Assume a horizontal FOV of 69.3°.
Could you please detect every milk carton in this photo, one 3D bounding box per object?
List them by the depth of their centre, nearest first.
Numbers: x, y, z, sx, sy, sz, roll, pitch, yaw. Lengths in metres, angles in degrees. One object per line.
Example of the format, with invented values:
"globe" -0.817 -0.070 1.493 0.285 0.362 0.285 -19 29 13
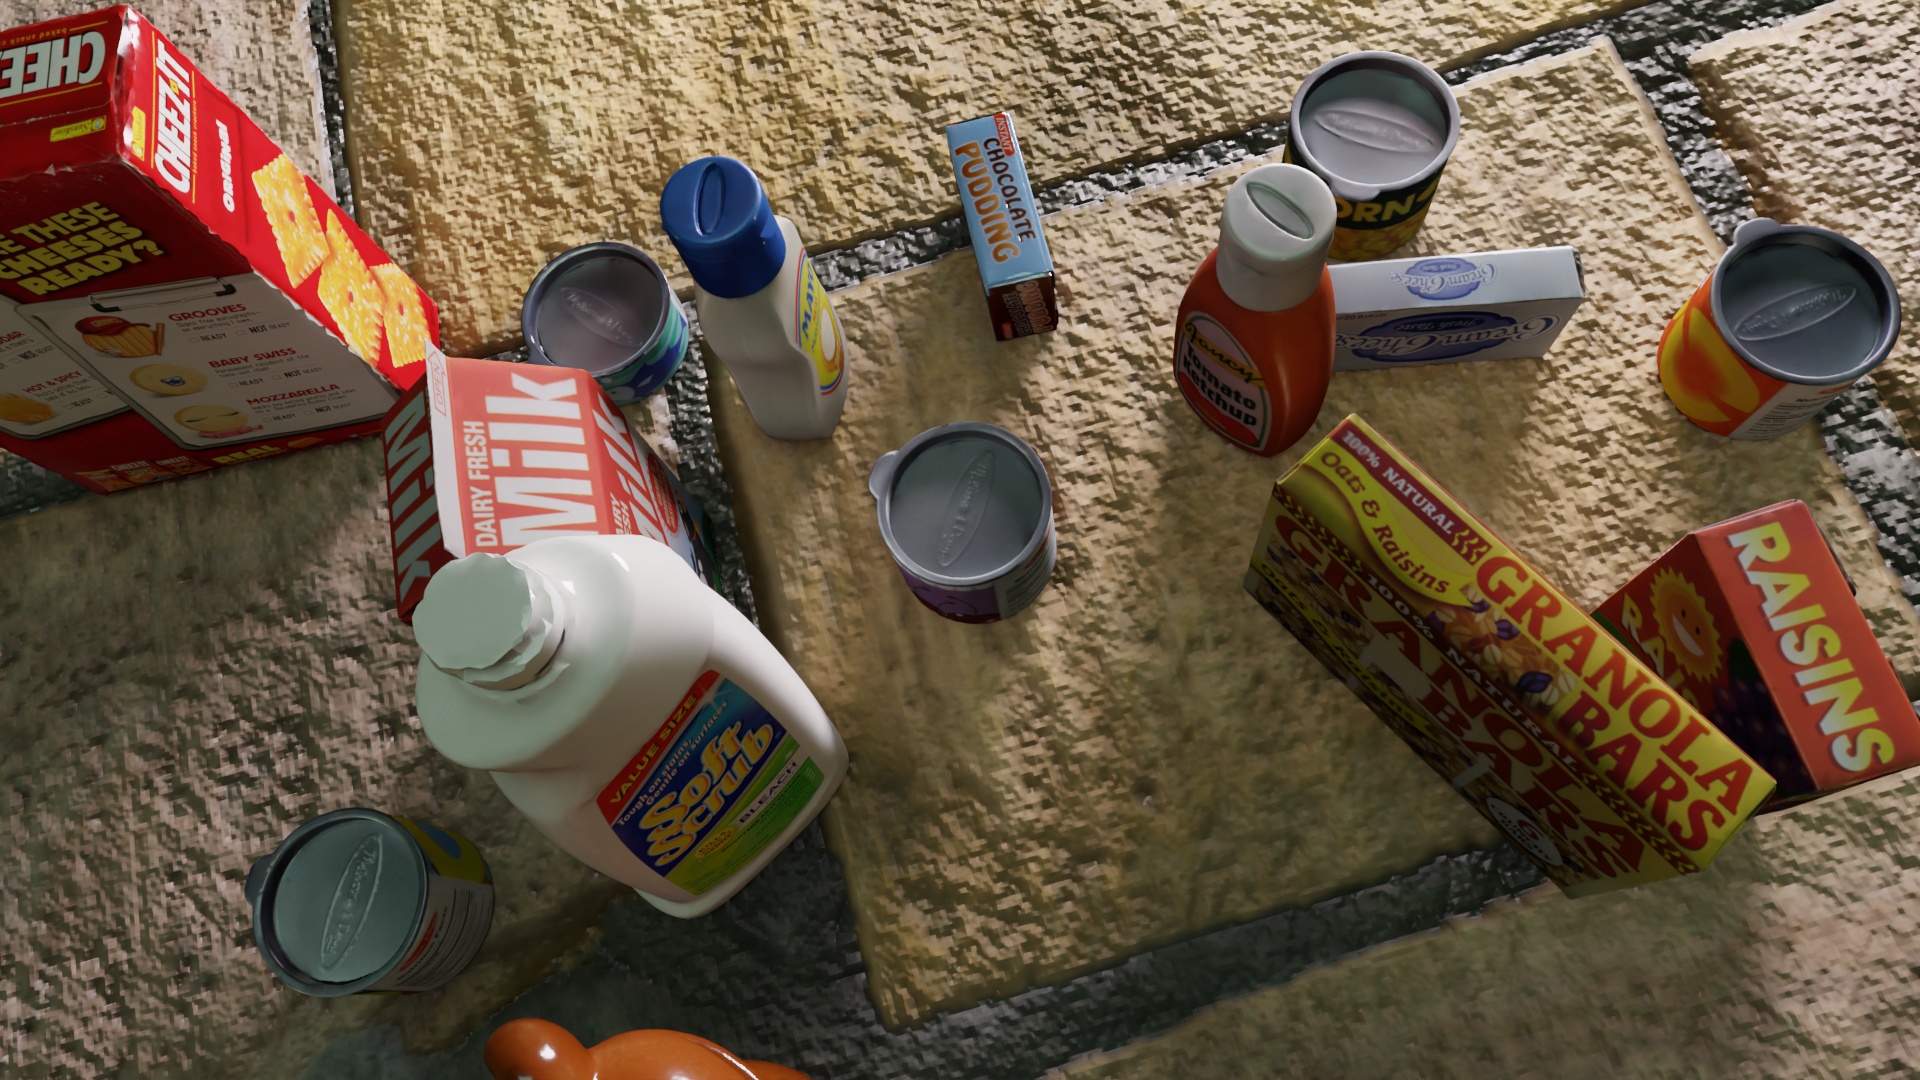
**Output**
"milk carton" -0.142 0.001 0.491 0.073 0.190 0.072 -15 71 2

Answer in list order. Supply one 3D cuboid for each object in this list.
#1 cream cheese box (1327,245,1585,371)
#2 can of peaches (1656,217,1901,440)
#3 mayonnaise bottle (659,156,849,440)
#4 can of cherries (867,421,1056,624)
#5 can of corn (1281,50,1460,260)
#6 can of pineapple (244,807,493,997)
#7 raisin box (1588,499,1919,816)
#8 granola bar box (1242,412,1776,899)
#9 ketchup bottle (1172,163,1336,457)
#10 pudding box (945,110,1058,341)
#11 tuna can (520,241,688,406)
"cream cheese box" 0.189 -0.091 0.558 0.104 0.053 0.024 -4 71 5
"can of peaches" 0.313 -0.081 0.537 0.071 0.058 0.071 -2 71 6
"mayonnaise bottle" -0.076 -0.092 0.537 0.041 0.147 0.065 0 72 7
"can of cherries" 0.002 -0.007 0.547 0.071 0.058 0.071 -2 71 6
"can of corn" 0.167 -0.157 0.580 0.071 0.058 0.071 -2 71 6
"can of pineapple" -0.220 0.136 0.524 0.071 0.057 0.071 -2 71 6
"raisin box" 0.257 0.048 0.465 0.040 0.123 0.086 -16 71 1
"granola bar box" 0.175 0.044 0.476 0.039 0.124 0.166 -42 72 -8
"ketchup bottle" 0.111 -0.084 0.513 0.043 0.148 0.065 -42 72 -8
"pudding box" 0.018 -0.134 0.593 0.030 0.049 0.084 -14 70 2
"tuna can" -0.156 -0.092 0.608 0.071 0.032 0.071 -2 71 6
